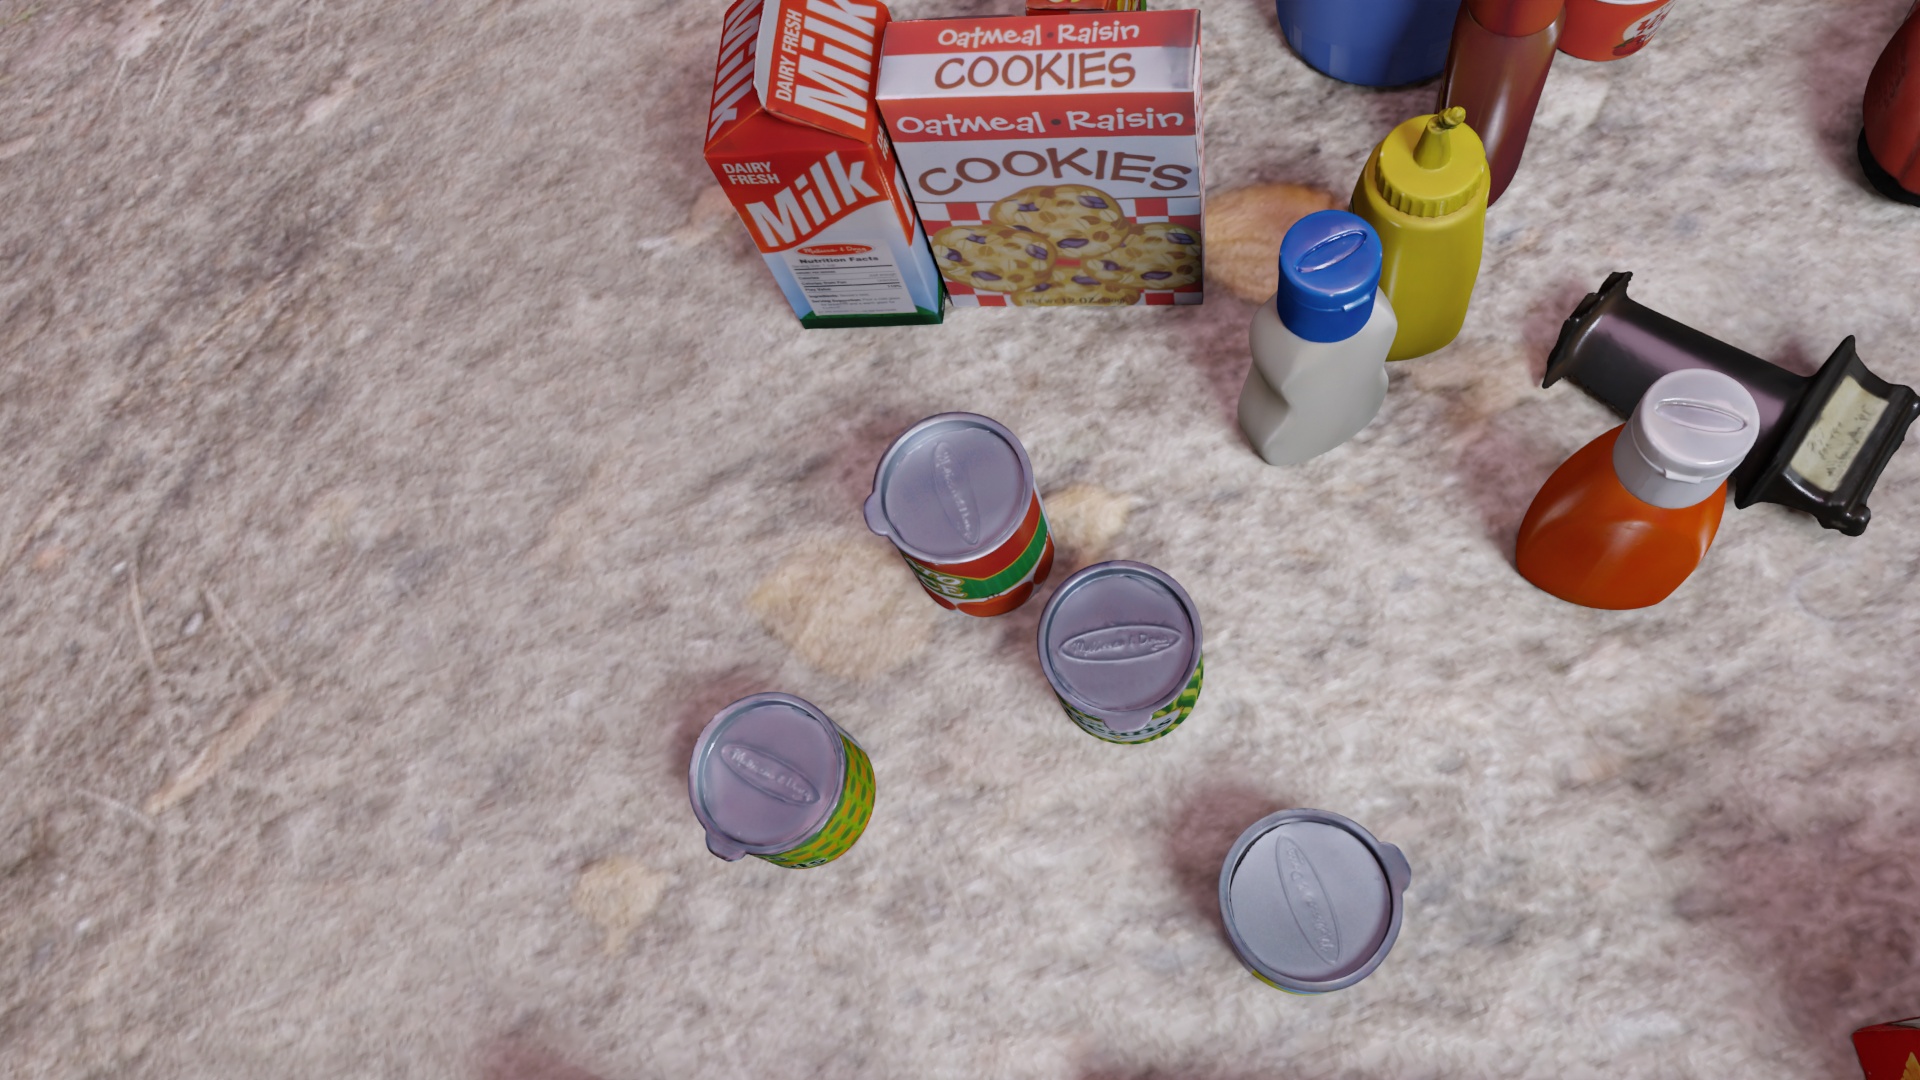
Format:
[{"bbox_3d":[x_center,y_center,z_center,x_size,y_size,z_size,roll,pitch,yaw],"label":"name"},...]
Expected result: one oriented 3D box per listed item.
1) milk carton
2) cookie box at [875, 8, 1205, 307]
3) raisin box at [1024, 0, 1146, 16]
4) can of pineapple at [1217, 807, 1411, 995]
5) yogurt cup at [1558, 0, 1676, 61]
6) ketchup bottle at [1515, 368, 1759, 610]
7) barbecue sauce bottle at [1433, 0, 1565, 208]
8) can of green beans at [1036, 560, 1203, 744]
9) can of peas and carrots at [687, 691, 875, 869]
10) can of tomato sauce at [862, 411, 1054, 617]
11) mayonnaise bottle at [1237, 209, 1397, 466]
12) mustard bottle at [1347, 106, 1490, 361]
[{"bbox_3d":[-0.057,-0.169,0.611,0.073,0.190,0.072,0,71,11],"label":"milk carton"},{"bbox_3d":[0.043,-0.158,0.600,0.123,0.167,0.040,2,71,11],"label":"cookie box"},{"bbox_3d":[0.062,-0.242,0.651,0.040,0.123,0.086,7,72,13],"label":"raisin box"},{"bbox_3d":[0.135,0.140,0.534,0.071,0.057,0.071,-3,70,10],"label":"can of pineapple"},{"bbox_3d":[0.306,-0.263,0.651,0.072,0.053,0.072,-3,70,10],"label":"yogurt cup"},{"bbox_3d":[0.253,-0.015,0.519,0.065,0.148,0.043,14,74,15],"label":"ketchup bottle"},{"bbox_3d":[0.230,-0.205,0.593,0.044,0.148,0.065,18,75,16],"label":"barbecue sauce bottle"},{"bbox_3d":[0.068,0.048,0.579,0.071,0.057,0.071,-3,70,10],"label":"can of green beans"},{"bbox_3d":[-0.074,0.105,0.585,0.071,0.058,0.071,-3,70,10],"label":"can of peas and carrots"},{"bbox_3d":[0.002,-0.008,0.599,0.071,0.083,0.071,-3,70,10],"label":"can of tomato sauce"},{"bbox_3d":[0.145,-0.080,0.563,0.065,0.147,0.041,-28,68,0],"label":"mayonnaise bottle"},{"bbox_3d":[0.185,-0.130,0.567,0.049,0.160,0.065,-11,69,7],"label":"mustard bottle"}]
